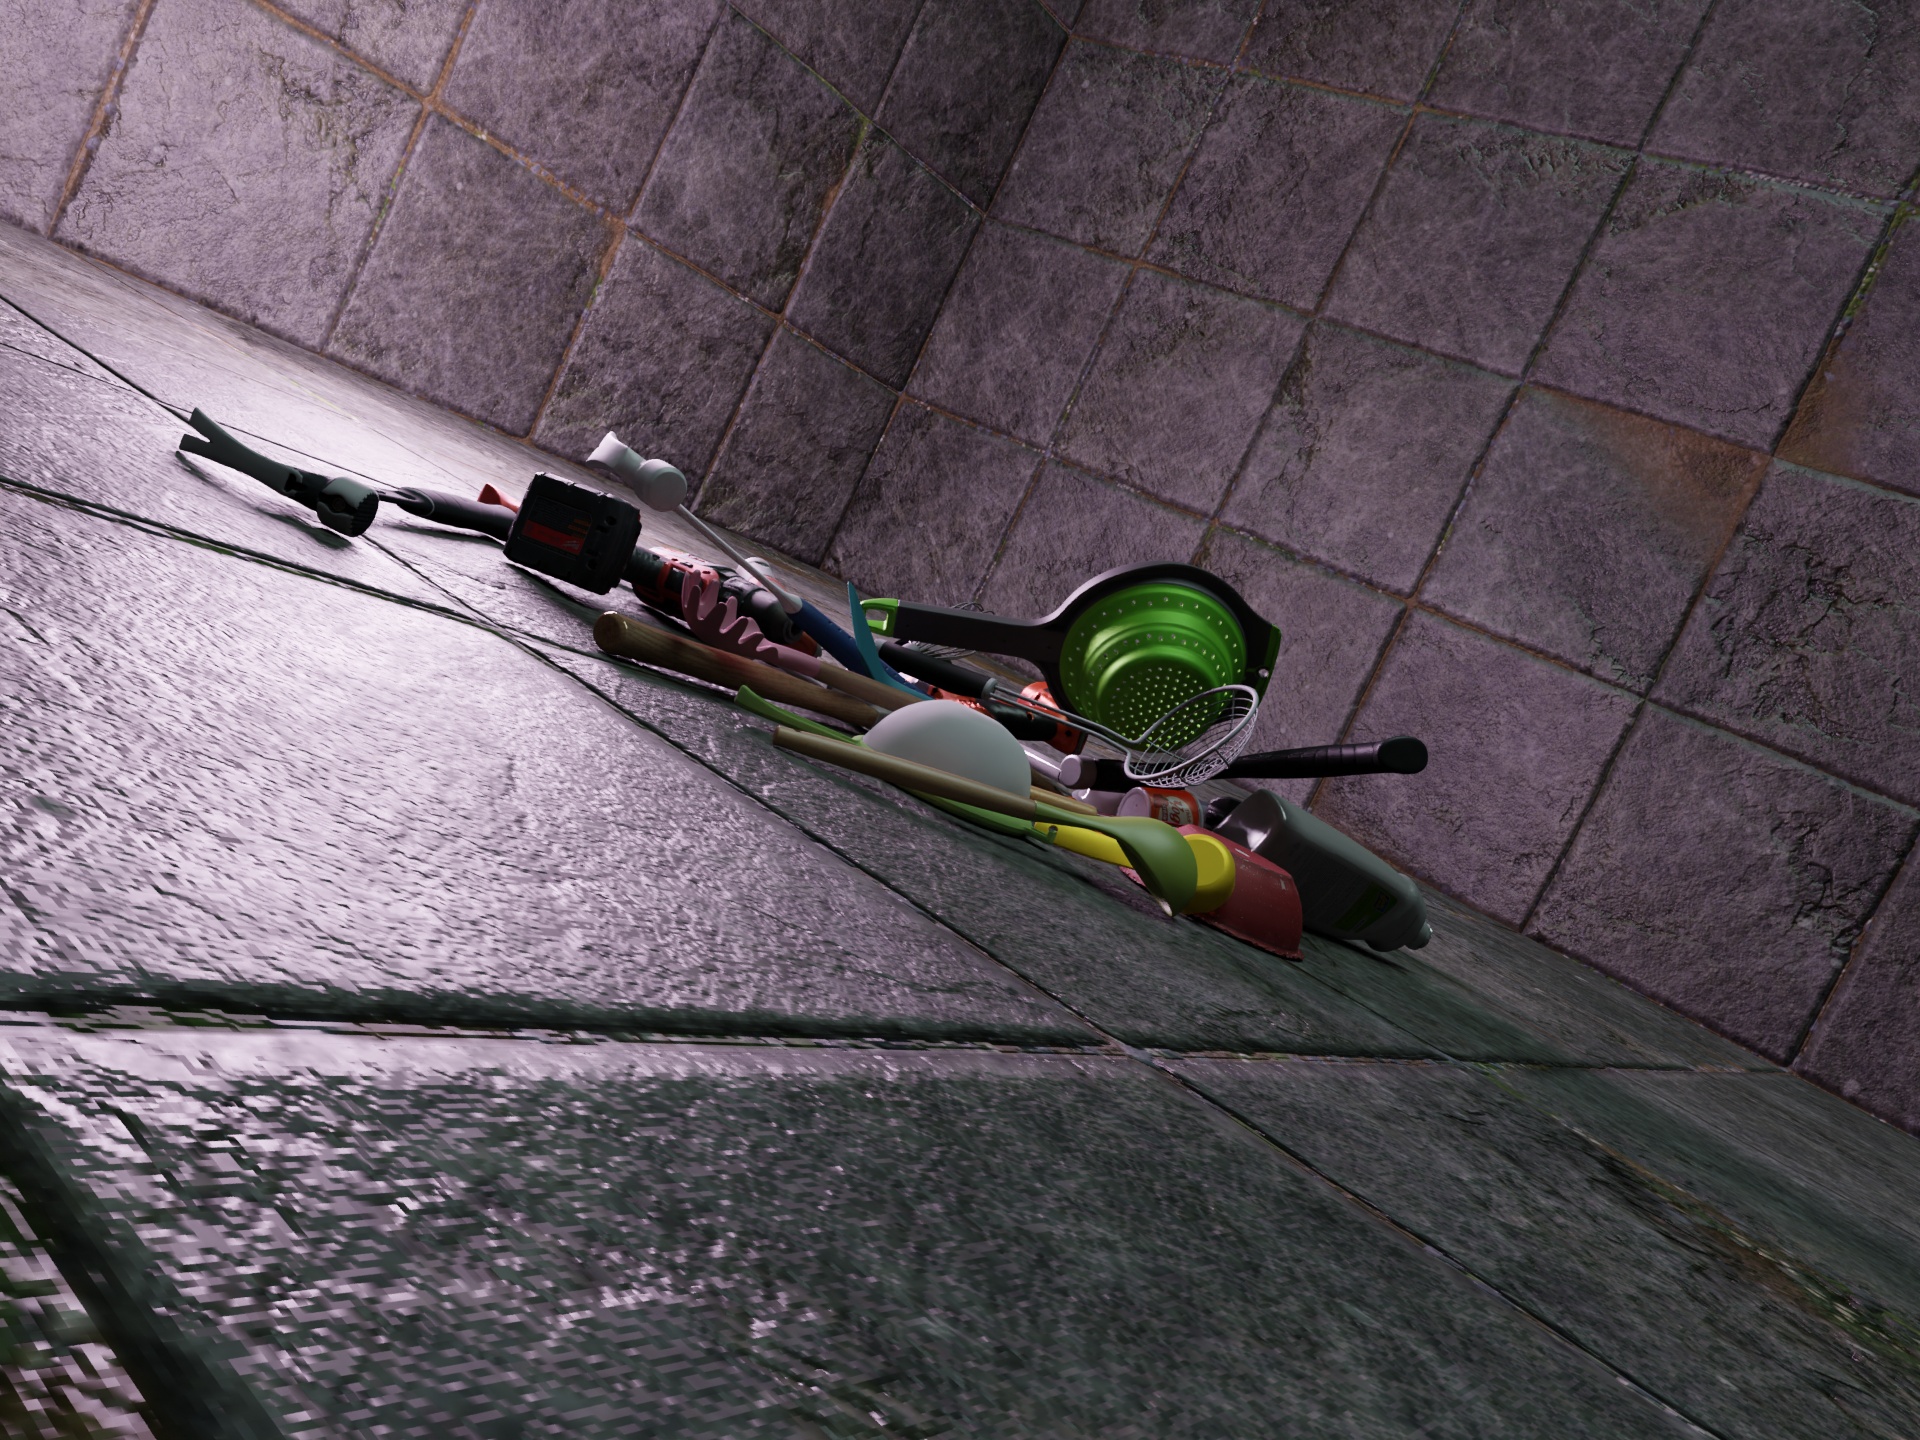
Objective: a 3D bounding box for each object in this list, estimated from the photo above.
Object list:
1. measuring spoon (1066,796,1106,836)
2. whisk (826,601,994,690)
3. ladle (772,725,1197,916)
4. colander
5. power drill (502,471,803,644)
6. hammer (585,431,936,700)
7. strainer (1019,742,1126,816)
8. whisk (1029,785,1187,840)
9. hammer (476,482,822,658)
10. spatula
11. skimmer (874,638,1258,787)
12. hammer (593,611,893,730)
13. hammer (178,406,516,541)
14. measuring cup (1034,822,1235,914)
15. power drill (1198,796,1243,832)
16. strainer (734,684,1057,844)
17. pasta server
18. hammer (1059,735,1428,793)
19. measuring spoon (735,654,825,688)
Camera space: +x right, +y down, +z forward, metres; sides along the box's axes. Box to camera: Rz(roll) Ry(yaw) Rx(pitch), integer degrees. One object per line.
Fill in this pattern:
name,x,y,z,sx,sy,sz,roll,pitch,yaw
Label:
measuring spoon,0.118,0.088,1.445,0.021,0.011,0.117,24,5,-20
whisk,-0.045,-0.065,1.531,0.055,0.055,0.239,28,35,28
ladle,0.021,0.066,1.089,0.320,0.062,0.078,17,9,-16
colander,0.099,-0.050,1.464,0.397,0.204,0.095,8,35,-4
power drill,-0.256,-0.126,1.372,0.188,0.080,0.226,21,-2,32
hammer,-0.148,-0.105,1.315,0.144,0.035,0.405,34,-5,46
strainer,0.114,0.058,1.608,0.086,0.050,0.259,7,12,-39
whisk,0.128,0.091,1.325,0.244,0.047,0.051,19,-5,-21
hammer,-0.310,-0.145,1.589,0.358,0.036,0.149,24,5,-23
spatula,-0.002,-0.004,1.373,0.317,0.044,0.082,36,30,-38
skimmer,0.080,-0.030,1.386,0.363,0.090,0.127,20,45,21
hammer,-0.144,-0.027,1.214,0.130,0.031,0.331,29,6,37
hammer,-0.440,-0.173,1.239,0.149,0.036,0.409,25,4,4
measuring cup,0.129,0.097,1.186,0.156,0.062,0.029,17,-29,12
power drill,0.301,0.127,1.618,0.190,0.080,0.228,21,1,14
strainer,-0.043,0.006,1.154,0.256,0.069,0.152,24,5,-33
pasta server,-0.086,-0.037,1.209,0.316,0.040,0.060,22,18,-40
hammer,0.257,0.042,1.403,0.146,0.035,0.335,7,-10,-43
measuring spoon,-0.165,-0.044,1.424,0.034,0.018,0.124,15,-11,45
